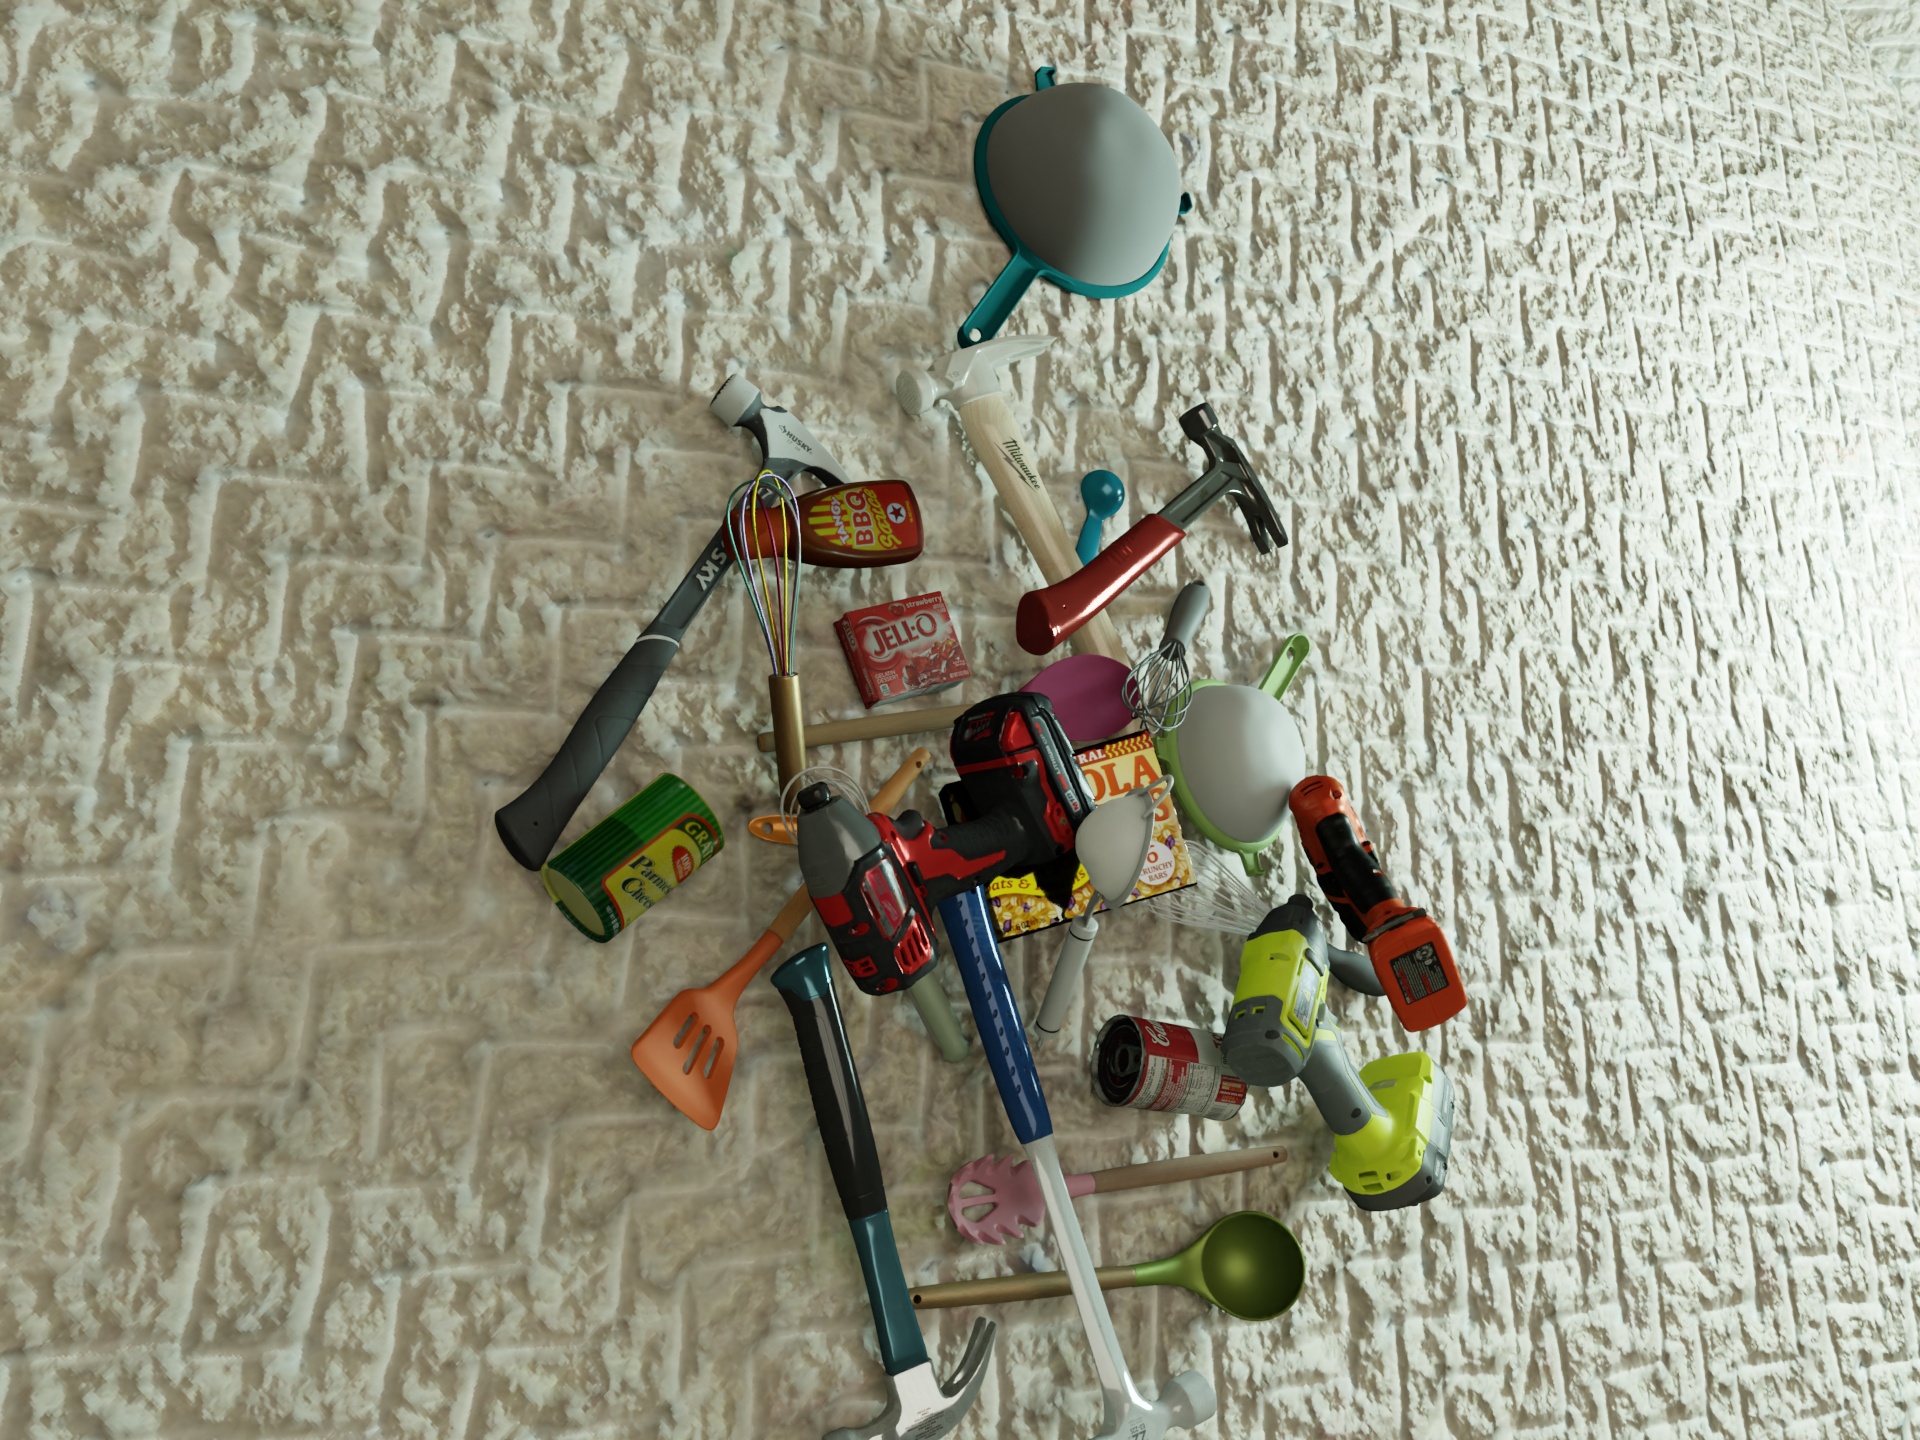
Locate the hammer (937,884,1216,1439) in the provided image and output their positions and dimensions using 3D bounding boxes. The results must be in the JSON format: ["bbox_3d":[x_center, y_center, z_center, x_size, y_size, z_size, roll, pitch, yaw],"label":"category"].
[{"bbox_3d":[0.052,0.301,1.097,0.144,0.035,0.406,-9,75,-35],"label":"hammer"}]

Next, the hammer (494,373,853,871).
[{"bbox_3d":[-0.202,-0.066,1.134,0.149,0.036,0.409,37,59,-15],"label":"hammer"}]

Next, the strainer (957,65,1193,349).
[{"bbox_3d":[0.096,-0.449,1.399,0.211,0.095,0.340,39,57,-12],"label":"strainer"}]

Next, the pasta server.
[{"bbox_3d":[0.122,0.337,1.171,0.316,0.040,0.060,1,73,-30],"label":"pasta server"}]

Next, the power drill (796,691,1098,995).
[{"bbox_3d":[-0.015,0.071,1.072,0.220,0.078,0.143,-34,103,-39],"label":"power drill"}]

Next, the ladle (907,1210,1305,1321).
[{"bbox_3d":[0.105,0.398,1.130,0.320,0.062,0.078,4,72,-25],"label":"ladle"}]

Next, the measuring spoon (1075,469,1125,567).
[{"bbox_3d":[0.116,-0.161,1.352,0.042,0.021,0.129,25,63,-20],"label":"measuring spoon"}]

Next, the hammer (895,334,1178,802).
[{"bbox_3d":[0.094,-0.122,1.311,0.146,0.038,0.411,-23,87,-25],"label":"hammer"}]

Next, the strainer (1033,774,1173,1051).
[{"bbox_3d":[0.087,0.140,1.119,0.050,0.258,0.087,10,31,-10],"label":"strainer"}]

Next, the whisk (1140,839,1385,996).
[{"bbox_3d":[0.250,0.166,1.296,0.284,0.070,0.070,28,61,-24],"label":"whisk"}]

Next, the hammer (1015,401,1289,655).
[{"bbox_3d":[0.157,-0.138,1.312,0.359,0.037,0.149,-41,103,-44],"label":"hammer"}]

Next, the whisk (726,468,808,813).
[{"bbox_3d":[-0.129,-0.052,1.114,0.051,0.047,0.245,-6,104,-11],"label":"whisk"}]

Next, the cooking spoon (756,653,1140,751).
[{"bbox_3d":[-0.002,-0.004,1.213,0.318,0.017,0.069,-8,86,-24],"label":"cooking spoon"}]

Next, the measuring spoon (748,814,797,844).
[{"bbox_3d":[-0.099,0.082,1.155,0.116,0.011,0.021,7,72,-23],"label":"measuring spoon"}]

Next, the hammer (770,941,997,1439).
[{"bbox_3d":[-0.066,0.312,1.051,0.128,0.033,0.331,-13,84,-23],"label":"hammer"}]

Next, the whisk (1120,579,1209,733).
[{"bbox_3d":[0.176,-0.059,1.297,0.055,0.055,0.239,44,34,-9],"label":"whisk"}]

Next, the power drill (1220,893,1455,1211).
[{"bbox_3d":[0.293,0.256,1.234,0.223,0.080,0.171,51,40,-20],"label":"power drill"}]

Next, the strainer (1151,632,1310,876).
[{"bbox_3d":[0.263,-0.003,1.333,0.151,0.069,0.256,50,48,-14],"label":"strainer"}]

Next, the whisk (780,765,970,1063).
[{"bbox_3d":[-0.054,0.139,1.112,0.059,0.058,0.246,-28,106,-5],"label":"whisk"}]

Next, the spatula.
[{"bbox_3d":[-0.110,0.133,1.104,0.081,0.041,0.323,50,59,-20],"label":"spatula"}]
